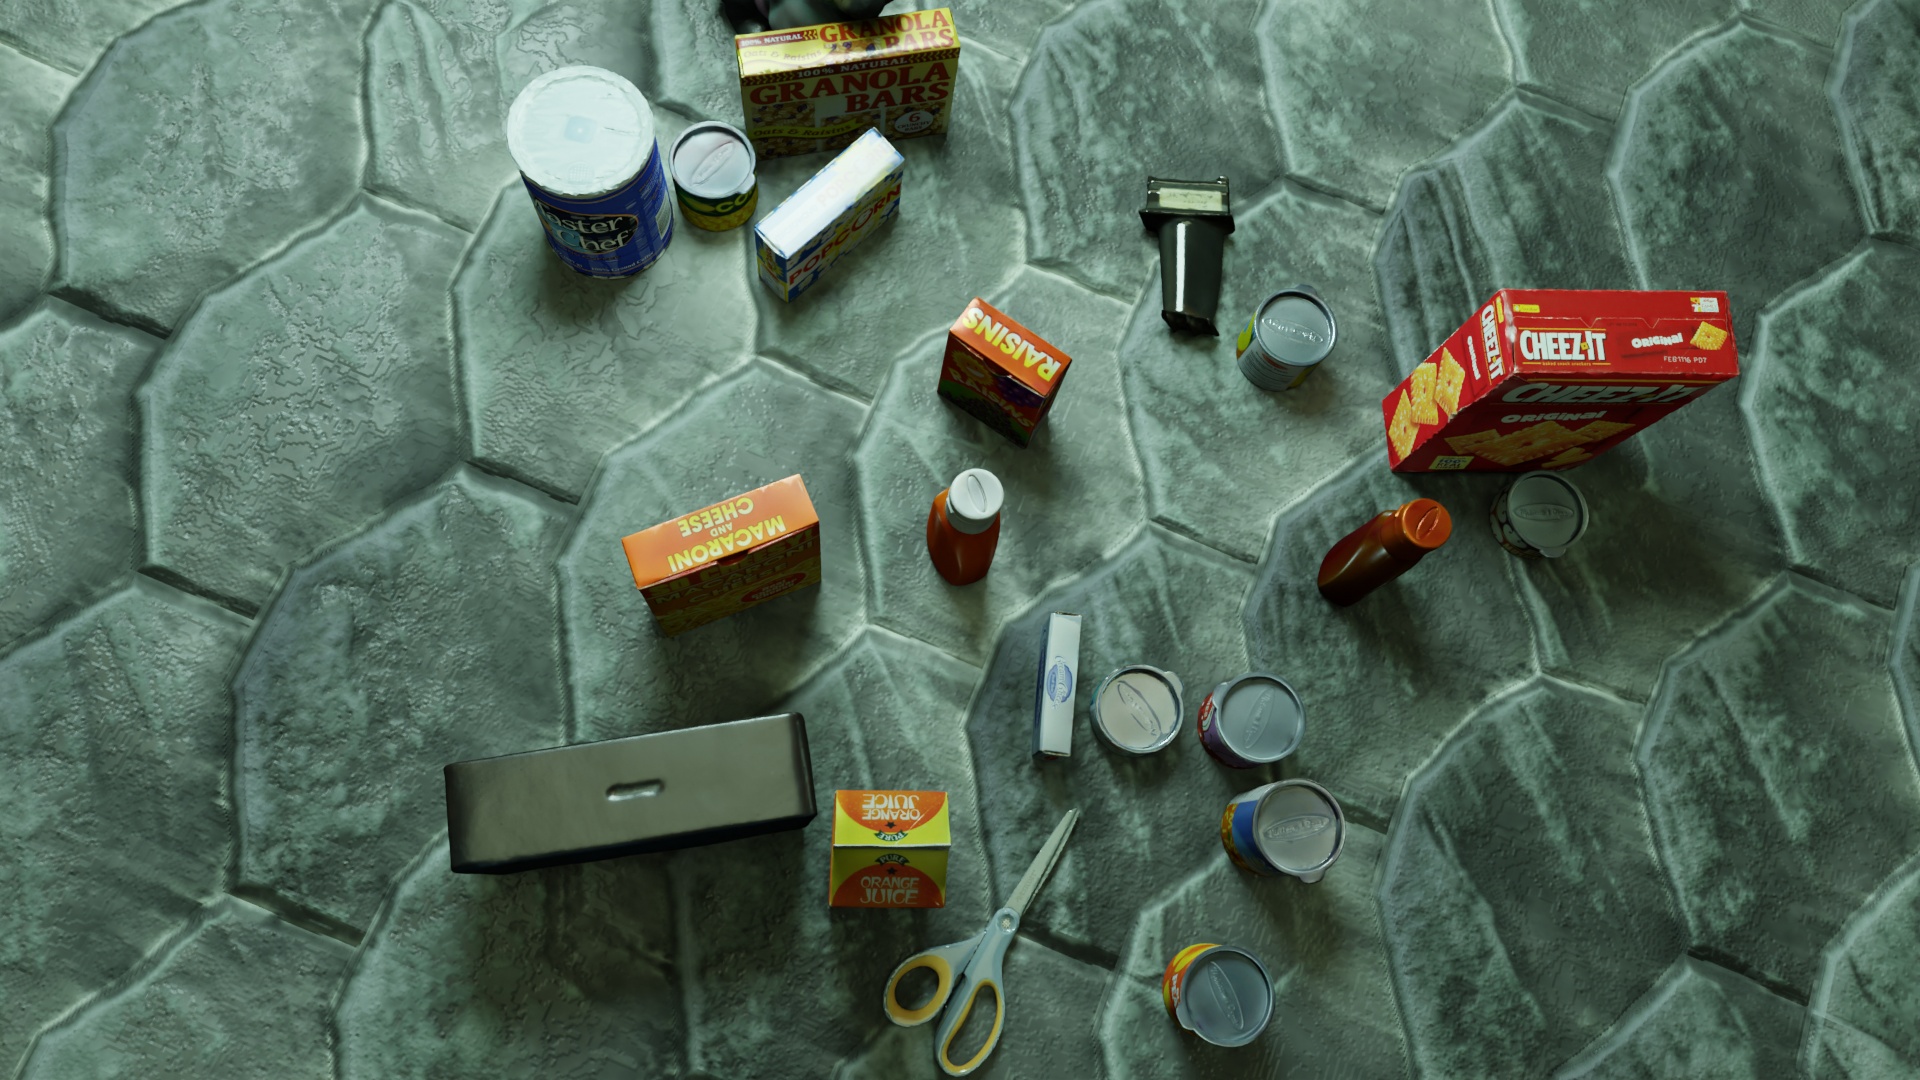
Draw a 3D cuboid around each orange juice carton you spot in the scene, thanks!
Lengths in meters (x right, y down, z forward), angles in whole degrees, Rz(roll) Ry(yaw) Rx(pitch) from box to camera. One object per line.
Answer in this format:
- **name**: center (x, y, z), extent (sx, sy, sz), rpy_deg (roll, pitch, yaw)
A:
- **orange juice carton**: center (-0.049, 0.203, 0.908), extent (0.072, 0.192, 0.073), rpy_deg (2, 76, -5)

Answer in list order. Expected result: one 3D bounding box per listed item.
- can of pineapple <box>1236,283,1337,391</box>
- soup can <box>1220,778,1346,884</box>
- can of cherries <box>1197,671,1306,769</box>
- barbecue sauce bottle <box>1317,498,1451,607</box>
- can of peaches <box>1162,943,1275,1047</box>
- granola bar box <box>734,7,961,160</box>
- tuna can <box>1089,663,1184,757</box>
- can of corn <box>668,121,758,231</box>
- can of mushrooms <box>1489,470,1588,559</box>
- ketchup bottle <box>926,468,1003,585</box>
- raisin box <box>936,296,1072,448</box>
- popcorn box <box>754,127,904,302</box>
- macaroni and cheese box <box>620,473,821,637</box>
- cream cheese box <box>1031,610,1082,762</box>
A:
- **can of pineapple**: center (0.259, -0.160, 1.103), extent (0.071, 0.057, 0.071), rpy_deg (1, 75, -5)
- **soup can**: center (0.229, 0.209, 0.990), extent (0.071, 0.083, 0.071), rpy_deg (1, 76, -5)
- **can of cherries**: center (0.211, 0.131, 1.021), extent (0.071, 0.058, 0.071), rpy_deg (1, 75, -5)
- **barbecue sauce bottle**: center (0.311, 0.006, 1.018), extent (0.044, 0.148, 0.065), rpy_deg (37, 76, 5)
- **can of peaches**: center (0.177, 0.317, 0.969), extent (0.071, 0.058, 0.071), rpy_deg (1, 75, -5)
- **granola bar box**: center (-0.089, -0.356, 1.087), extent (0.166, 0.124, 0.039), rpy_deg (-11, 77, -8)
- **tuna can**: center (0.132, 0.125, 1.029), extent (0.071, 0.032, 0.071), rpy_deg (1, 75, -5)
- **can of corn**: center (-0.191, -0.284, 1.092), extent (0.071, 0.058, 0.071), rpy_deg (1, 75, -5)
- **can of mushrooms**: center (0.456, -0.017, 1.097), extent (0.071, 0.033, 0.071), rpy_deg (1, 75, -5)
- **ketchup bottle**: center (0.004, -0.012, 0.993), extent (0.043, 0.148, 0.065), rpy_deg (-18, 78, -10)
- **raisin box**: center (0.030, -0.123, 1.037), extent (0.086, 0.123, 0.040), rpy_deg (35, 75, 4)
- **popcorn box**: center (-0.102, -0.250, 1.078), extent (0.038, 0.085, 0.127), rpy_deg (45, 76, 6)
- **macaroni and cheese box**: center (-0.159, 0.015, 0.961), extent (0.124, 0.166, 0.040), rpy_deg (-21, 79, -10)
- **cream cheese box**: center (0.070, 0.108, 1.017), extent (0.024, 0.053, 0.104), rpy_deg (7, 75, -4)
